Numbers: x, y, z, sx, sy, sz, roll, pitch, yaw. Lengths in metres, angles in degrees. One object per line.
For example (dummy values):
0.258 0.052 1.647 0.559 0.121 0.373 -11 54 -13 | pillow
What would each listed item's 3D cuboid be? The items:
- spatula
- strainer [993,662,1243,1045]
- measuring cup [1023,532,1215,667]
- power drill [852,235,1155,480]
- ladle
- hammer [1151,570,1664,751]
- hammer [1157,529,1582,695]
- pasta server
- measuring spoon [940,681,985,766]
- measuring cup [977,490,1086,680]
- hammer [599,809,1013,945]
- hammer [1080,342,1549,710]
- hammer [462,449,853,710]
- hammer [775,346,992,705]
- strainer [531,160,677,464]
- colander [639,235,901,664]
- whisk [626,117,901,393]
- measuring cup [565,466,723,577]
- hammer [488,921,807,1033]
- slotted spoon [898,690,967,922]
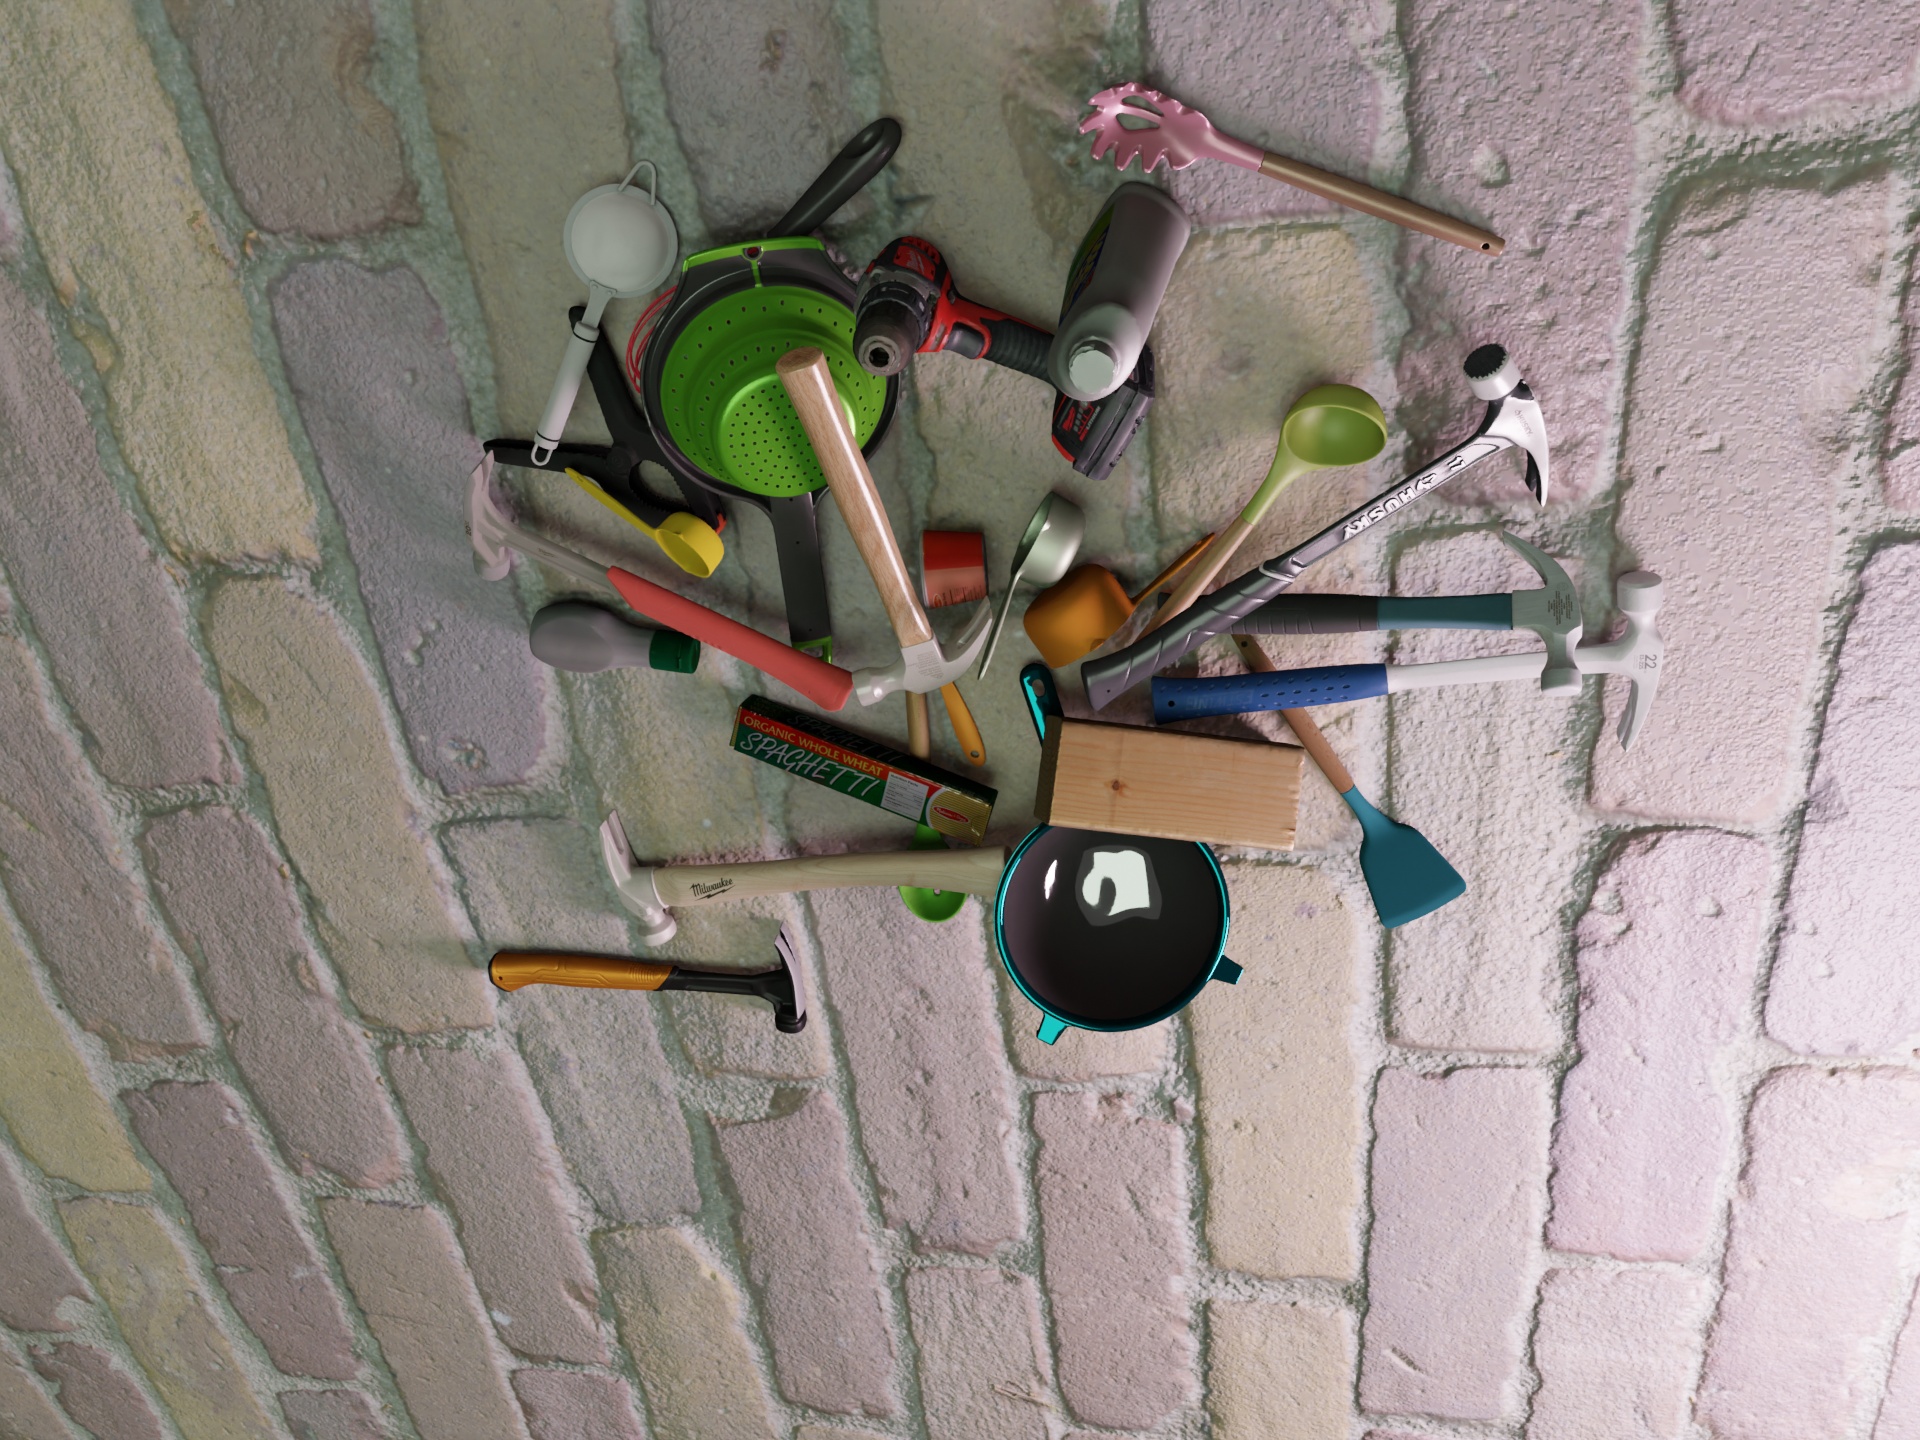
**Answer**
0.324 0.044 1.378 0.082 0.044 0.317 -31 110 21 | spatula
0.112 0.108 1.439 0.211 0.095 0.340 -18 96 -1 | strainer
0.127 -0.115 1.306 0.173 0.095 0.052 -39 102 9 | measuring cup
0.026 -0.264 1.163 0.226 0.188 0.080 25 123 -10 | power drill
0.213 -0.133 1.257 0.078 0.062 0.320 27 116 -25 | ladle
0.362 -0.030 1.309 0.405 0.035 0.144 -6 112 11 | hammer
0.321 -0.085 1.274 0.331 0.128 0.033 1 166 20 | hammer
0.239 -0.385 1.132 0.316 0.040 0.060 19 135 -3 | pasta server
-0.002 -0.005 1.428 0.021 0.011 0.116 -14 118 18 | measuring spoon
0.057 -0.103 1.281 0.038 0.083 0.168 23 79 -9 | measuring cup
-0.149 0.138 1.508 0.410 0.038 0.146 -6 119 21 | hammer
0.265 -0.124 1.235 0.409 0.036 0.149 -33 133 18 | hammer
-0.255 -0.104 1.356 0.359 0.037 0.149 25 147 0 | hammer
-0.066 -0.145 1.229 0.130 0.031 0.331 -17 134 6 | hammer
-0.290 -0.312 1.250 0.086 0.050 0.258 19 116 -20 | strainer
-0.133 -0.177 1.267 0.204 0.095 0.396 -11 131 -7 | colander
-0.152 -0.351 1.218 0.296 0.073 0.073 -38 108 23 | whisk
-0.260 -0.174 1.313 0.156 0.029 0.062 35 160 12 | measuring cup
-0.328 0.259 1.640 0.337 0.034 0.127 2 122 10 | hammer
-0.033 0.050 1.460 0.070 0.031 0.313 3 120 12 | slotted spoon
